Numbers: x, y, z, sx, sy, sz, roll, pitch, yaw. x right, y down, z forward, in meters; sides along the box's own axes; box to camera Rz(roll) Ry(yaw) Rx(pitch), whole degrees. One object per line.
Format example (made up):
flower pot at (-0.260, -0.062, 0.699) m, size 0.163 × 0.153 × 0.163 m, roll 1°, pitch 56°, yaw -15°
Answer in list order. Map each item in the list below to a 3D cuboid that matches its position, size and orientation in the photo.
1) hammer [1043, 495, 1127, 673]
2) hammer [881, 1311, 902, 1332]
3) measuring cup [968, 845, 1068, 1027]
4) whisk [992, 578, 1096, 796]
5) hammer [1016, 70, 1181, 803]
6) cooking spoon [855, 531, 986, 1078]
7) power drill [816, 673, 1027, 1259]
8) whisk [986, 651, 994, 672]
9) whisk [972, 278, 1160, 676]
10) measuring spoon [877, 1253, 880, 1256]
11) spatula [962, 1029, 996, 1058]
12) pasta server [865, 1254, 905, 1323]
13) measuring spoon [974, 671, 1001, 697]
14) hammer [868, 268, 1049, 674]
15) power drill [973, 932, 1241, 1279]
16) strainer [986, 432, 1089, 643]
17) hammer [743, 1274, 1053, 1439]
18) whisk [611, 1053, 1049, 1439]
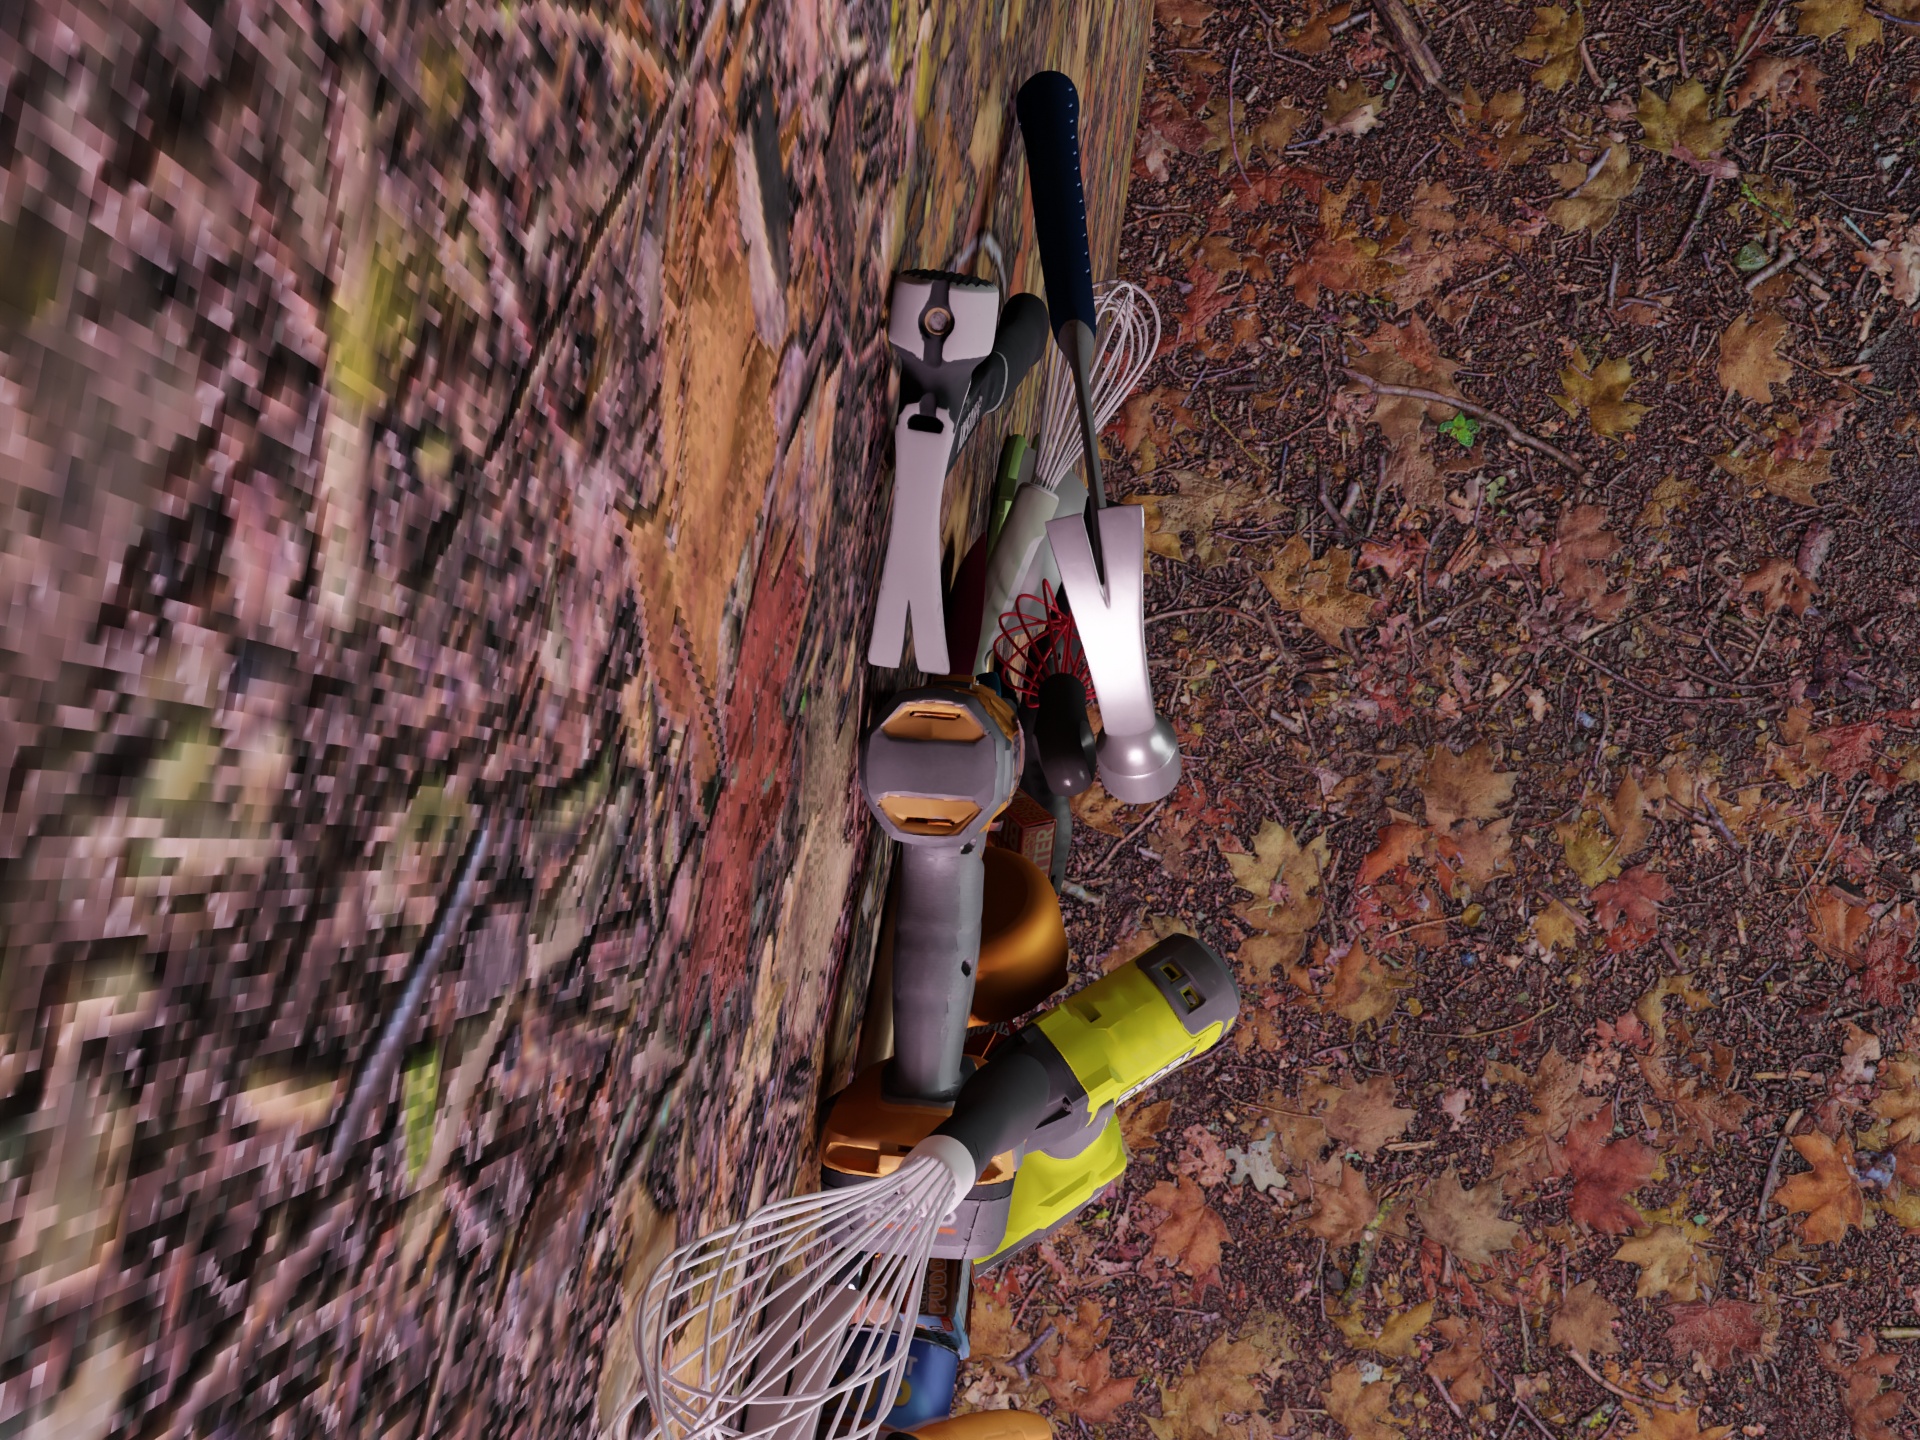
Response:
hammer at (0.051, -0.006, 1.078) m, size 0.146 × 0.035 × 0.334 m, roll -75°, pitch -177°, yaw -55°
hammer at (-0.045, 0.554, 1.228) m, size 0.386 × 0.038 × 0.143 m, roll 90°, pitch 8°, yaw -57°
measuring cup at (-0.011, 0.132, 0.792) m, size 0.174 × 0.095 × 0.052 m, roll -52°, pitch 144°, yaw -38°
whisk at (0.049, -0.017, 0.779) m, size 0.296 × 0.073 × 0.073 m, roll -80°, pitch 176°, yaw -74°
hammer at (0.053, -0.168, 0.714) m, size 0.143 × 0.035 × 0.406 m, roll 71°, pitch 12°, yaw -52°
cooking spoon at (-0.019, 0.050, 0.795) m, size 0.068 × 0.017 × 0.319 m, roll 129°, pitch -27°, yaw -67°
power drill at (-0.007, 0.093, 0.693) m, size 0.185 × 0.084 × 0.226 m, roll -31°, pitch 124°, yaw -84°
whisk at (0.008, 0.045, 0.975) m, size 0.051 × 0.047 × 0.245 m, roll -64°, pitch 158°, yaw -71°
whisk at (0.049, -0.137, 0.909) m, size 0.057 × 0.059 × 0.246 m, roll 21°, pitch 92°, yaw -80°
measuring spoon at (-0.045, 0.285, 0.934) m, size 0.116 × 0.011 × 0.021 m, roll 93°, pitch 7°, yaw -45°
spatula at (-0.019, 0.289, 1.071) m, size 0.081 × 0.041 × 0.322 m, roll -54°, pitch 163°, yaw -28°
pasta server at (-0.029, 0.319, 0.928) m, size 0.316 × 0.040 × 0.060 m, roll 82°, pitch 29°, yaw -79°
measuring spoon at (-0.001, -0.003, 0.881) m, size 0.128 × 0.021 × 0.042 m, roll 163°, pitch -70°, yaw -77°
hammer at (0.011, -0.148, 0.735) m, size 0.409 × 0.036 × 0.149 m, roll -70°, pitch 168°, yaw -68°
power drill at (0.042, 0.213, 0.850) m, size 0.171 × 0.080 × 0.223 m, roll -25°, pitch 155°, yaw -28°
strainer at (0.067, -0.149, 1.157) m, size 0.256 × 0.069 × 0.151 m, roll -72°, pitch 169°, yaw -56°
hammer at (-0.015, 0.321, 0.706) m, size 0.336 × 0.034 × 0.127 m, roll 49°, pitch 47°, yaw -62°
whisk at (-0.018, 0.150, 0.478) m, size 0.284 × 0.070 × 0.070 m, roll -14°, pitch 112°, yaw -71°
